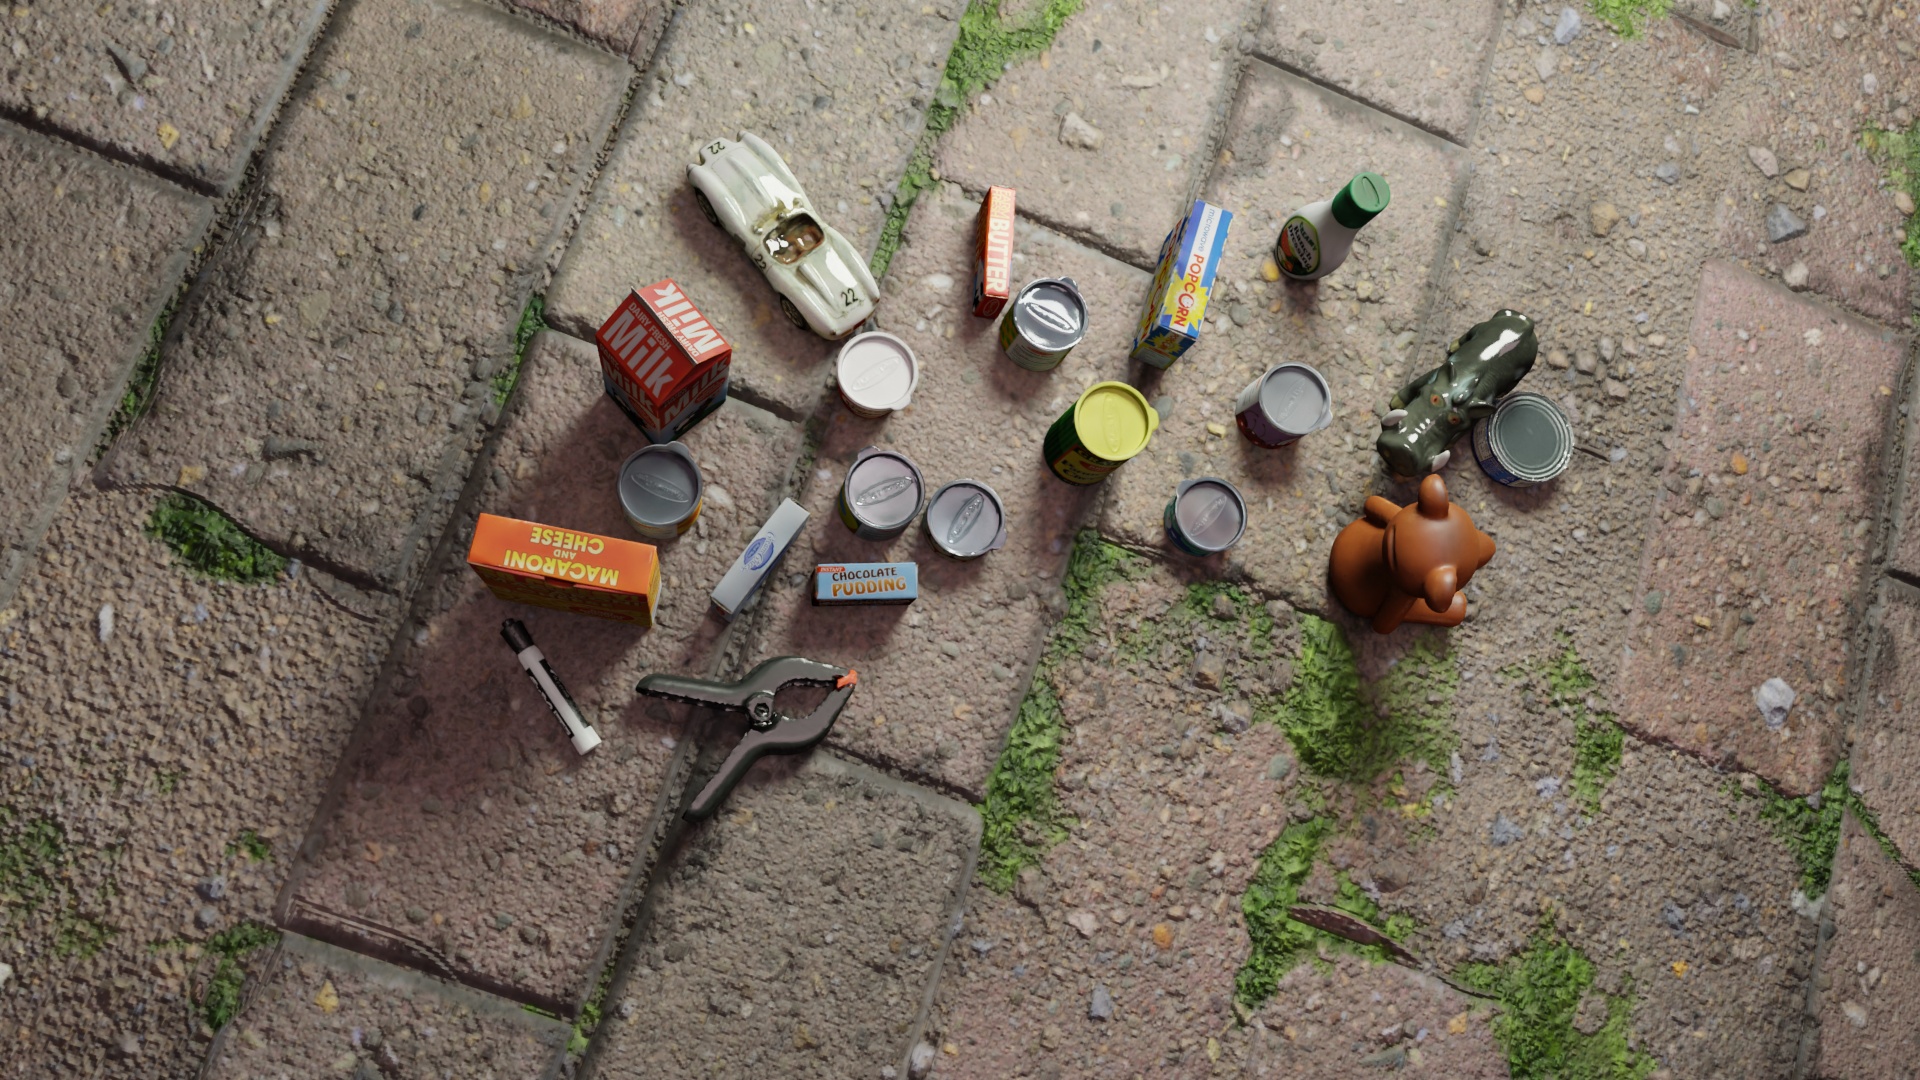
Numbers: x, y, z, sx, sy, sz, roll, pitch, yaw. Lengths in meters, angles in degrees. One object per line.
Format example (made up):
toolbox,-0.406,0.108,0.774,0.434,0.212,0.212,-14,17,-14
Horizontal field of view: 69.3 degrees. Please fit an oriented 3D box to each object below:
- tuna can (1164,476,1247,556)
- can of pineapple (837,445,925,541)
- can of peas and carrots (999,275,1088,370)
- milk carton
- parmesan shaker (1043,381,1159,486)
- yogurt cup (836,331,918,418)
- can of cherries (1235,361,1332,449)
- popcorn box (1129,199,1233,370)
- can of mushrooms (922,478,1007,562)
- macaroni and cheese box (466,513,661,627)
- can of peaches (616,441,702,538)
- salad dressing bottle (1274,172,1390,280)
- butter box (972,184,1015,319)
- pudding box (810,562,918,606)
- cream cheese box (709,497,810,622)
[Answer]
tuna can,0.210,-0.022,1.206,0.071,0.032,0.071,2,79,-11
can of pineapple,-0.066,-0.038,1.142,0.071,0.057,0.071,2,79,-11
can of peas and carrots,0.072,-0.188,1.199,0.071,0.058,0.071,2,79,-11
milk carton,-0.226,-0.136,1.061,0.073,0.190,0.072,-41,89,-15
parmesan shaker,0.116,-0.087,1.164,0.071,0.103,0.071,2,79,-11
yogurt cup,-0.073,-0.135,1.162,0.072,0.054,0.072,2,79,-11
can of cherries,0.286,-0.116,1.227,0.071,0.058,0.071,2,79,-11
popcorn box,0.193,-0.223,1.216,0.038,0.085,0.127,20,76,-7
can of mushrooms,0.004,-0.015,1.163,0.071,0.033,0.071,2,79,-11
macaroni and cheese box,-0.287,0.026,1.029,0.124,0.166,0.040,11,78,-9
can of peaches,-0.238,-0.040,1.108,0.071,0.058,0.071,2,79,-11
salad dressing bottle,0.326,-0.276,1.221,0.044,0.147,0.064,-21,84,-14
butter box,0.029,-0.250,1.206,0.024,0.053,0.103,6,78,-10
pudding box,-0.078,0.036,1.129,0.084,0.049,0.030,0,79,-11
cream cheese box,-0.162,0.016,1.114,0.024,0.053,0.104,37,75,-2
